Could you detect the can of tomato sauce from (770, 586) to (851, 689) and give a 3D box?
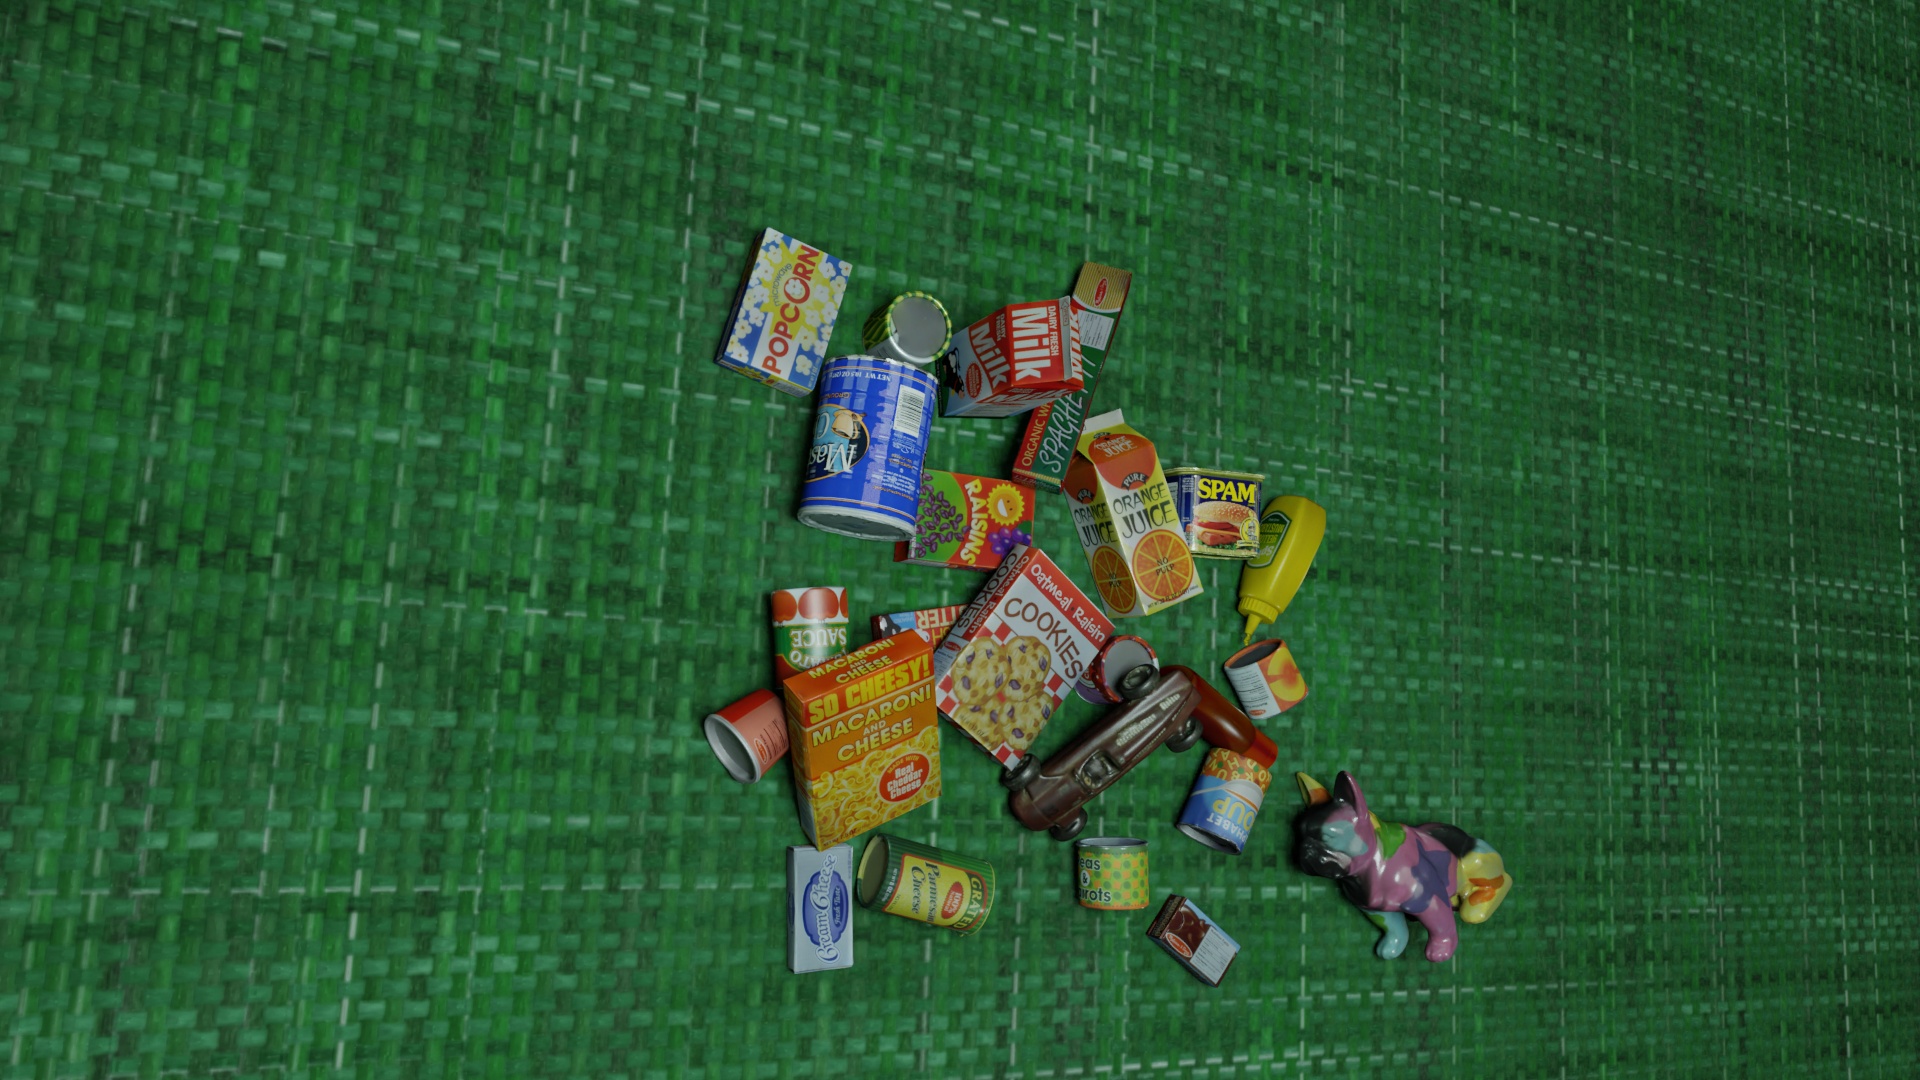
[{"bbox_3d":[-0.126,0.083,1.183,0.071,0.071,0.083,-2,85,-26],"label":"can of tomato sauce"}]

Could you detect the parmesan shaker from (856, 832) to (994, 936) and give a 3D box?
[{"bbox_3d":[-0.032,0.301,1.206,0.103,0.071,0.071,20,76,-22],"label":"parmesan shaker"}]

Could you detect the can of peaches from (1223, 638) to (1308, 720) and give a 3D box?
[{"bbox_3d":[0.305,0.137,1.386,0.071,0.071,0.058,-31,97,-25],"label":"can of peaches"}]

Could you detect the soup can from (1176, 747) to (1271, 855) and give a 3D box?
[{"bbox_3d":[0.258,0.253,1.346,0.071,0.071,0.084,34,71,-18],"label":"soup can"}]

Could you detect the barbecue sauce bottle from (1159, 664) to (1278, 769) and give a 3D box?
[{"bbox_3d":[0.252,0.177,1.359,0.148,0.065,0.044,38,72,-26],"label":"barbecue sauce bottle"}]

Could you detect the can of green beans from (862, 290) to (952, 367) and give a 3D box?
[{"bbox_3d":[-0.048,-0.188,1.259,0.071,0.057,0.071,3,83,-25],"label":"can of green beans"}]

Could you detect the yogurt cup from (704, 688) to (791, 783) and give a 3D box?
[{"bbox_3d":[-0.172,0.160,1.158,0.054,0.072,0.072,-36,100,-32],"label":"yogurt cup"}]

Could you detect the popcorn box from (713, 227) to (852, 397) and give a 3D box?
[{"bbox_3d":[-0.155,-0.199,1.220,0.085,0.038,0.127,21,75,-21],"label":"popcorn box"}]

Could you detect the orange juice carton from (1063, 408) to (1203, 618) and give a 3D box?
[{"bbox_3d":[0.156,-0.027,1.329,0.072,0.073,0.192,-20,92,-25],"label":"orange juice carton"}]

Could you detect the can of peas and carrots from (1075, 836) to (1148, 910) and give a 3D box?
[{"bbox_3d":[0.139,0.308,1.286,0.071,0.071,0.059,2,84,-25],"label":"can of peas and carrots"}]

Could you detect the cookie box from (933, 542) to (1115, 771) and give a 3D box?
[{"bbox_3d":[0.049,0.104,1.256,0.122,0.040,0.168,45,75,-30],"label":"cookie box"}]

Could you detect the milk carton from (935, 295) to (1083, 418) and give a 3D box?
[{"bbox_3d":[0.050,-0.159,1.228,0.073,0.190,0.072,-1,85,-26],"label":"milk carton"}]

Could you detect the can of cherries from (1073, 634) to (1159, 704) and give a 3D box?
[{"bbox_3d":[0.143,0.122,1.313,0.071,0.058,0.071,3,83,-26],"label":"can of cherries"}]

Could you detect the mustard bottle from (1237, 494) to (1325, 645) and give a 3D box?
[{"bbox_3d":[0.317,0.032,1.405,0.049,0.065,0.160,30,76,-24],"label":"mustard bottle"}]

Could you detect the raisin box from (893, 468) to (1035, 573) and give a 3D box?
[{"bbox_3d":[0.005,-0.016,1.275,0.123,0.040,0.086,7,81,-23],"label":"raisin box"}]

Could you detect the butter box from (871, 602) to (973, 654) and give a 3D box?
[{"bbox_3d":[-0.028,0.087,1.255,0.104,0.024,0.053,-7,88,-26],"label":"butter box"}]

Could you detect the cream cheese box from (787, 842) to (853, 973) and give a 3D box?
[{"bbox_3d":[-0.120,0.313,1.185,0.053,0.024,0.104,2,83,-25],"label":"cream cheese box"}]

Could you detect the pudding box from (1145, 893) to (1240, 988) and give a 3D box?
[{"bbox_3d":[0.225,0.385,1.338,0.083,0.030,0.050,43,70,-15],"label":"pudding box"}]

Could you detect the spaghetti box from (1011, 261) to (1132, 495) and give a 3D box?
[{"bbox_3d":[0.106,-0.156,1.312,0.050,0.028,0.251,16,64,8],"label":"spaghetti box"}]

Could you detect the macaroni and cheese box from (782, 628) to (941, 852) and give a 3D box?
[{"bbox_3d":[-0.080,0.167,1.167,0.124,0.040,0.165,-21,127,-26],"label":"macaroni and cheese box"}]
